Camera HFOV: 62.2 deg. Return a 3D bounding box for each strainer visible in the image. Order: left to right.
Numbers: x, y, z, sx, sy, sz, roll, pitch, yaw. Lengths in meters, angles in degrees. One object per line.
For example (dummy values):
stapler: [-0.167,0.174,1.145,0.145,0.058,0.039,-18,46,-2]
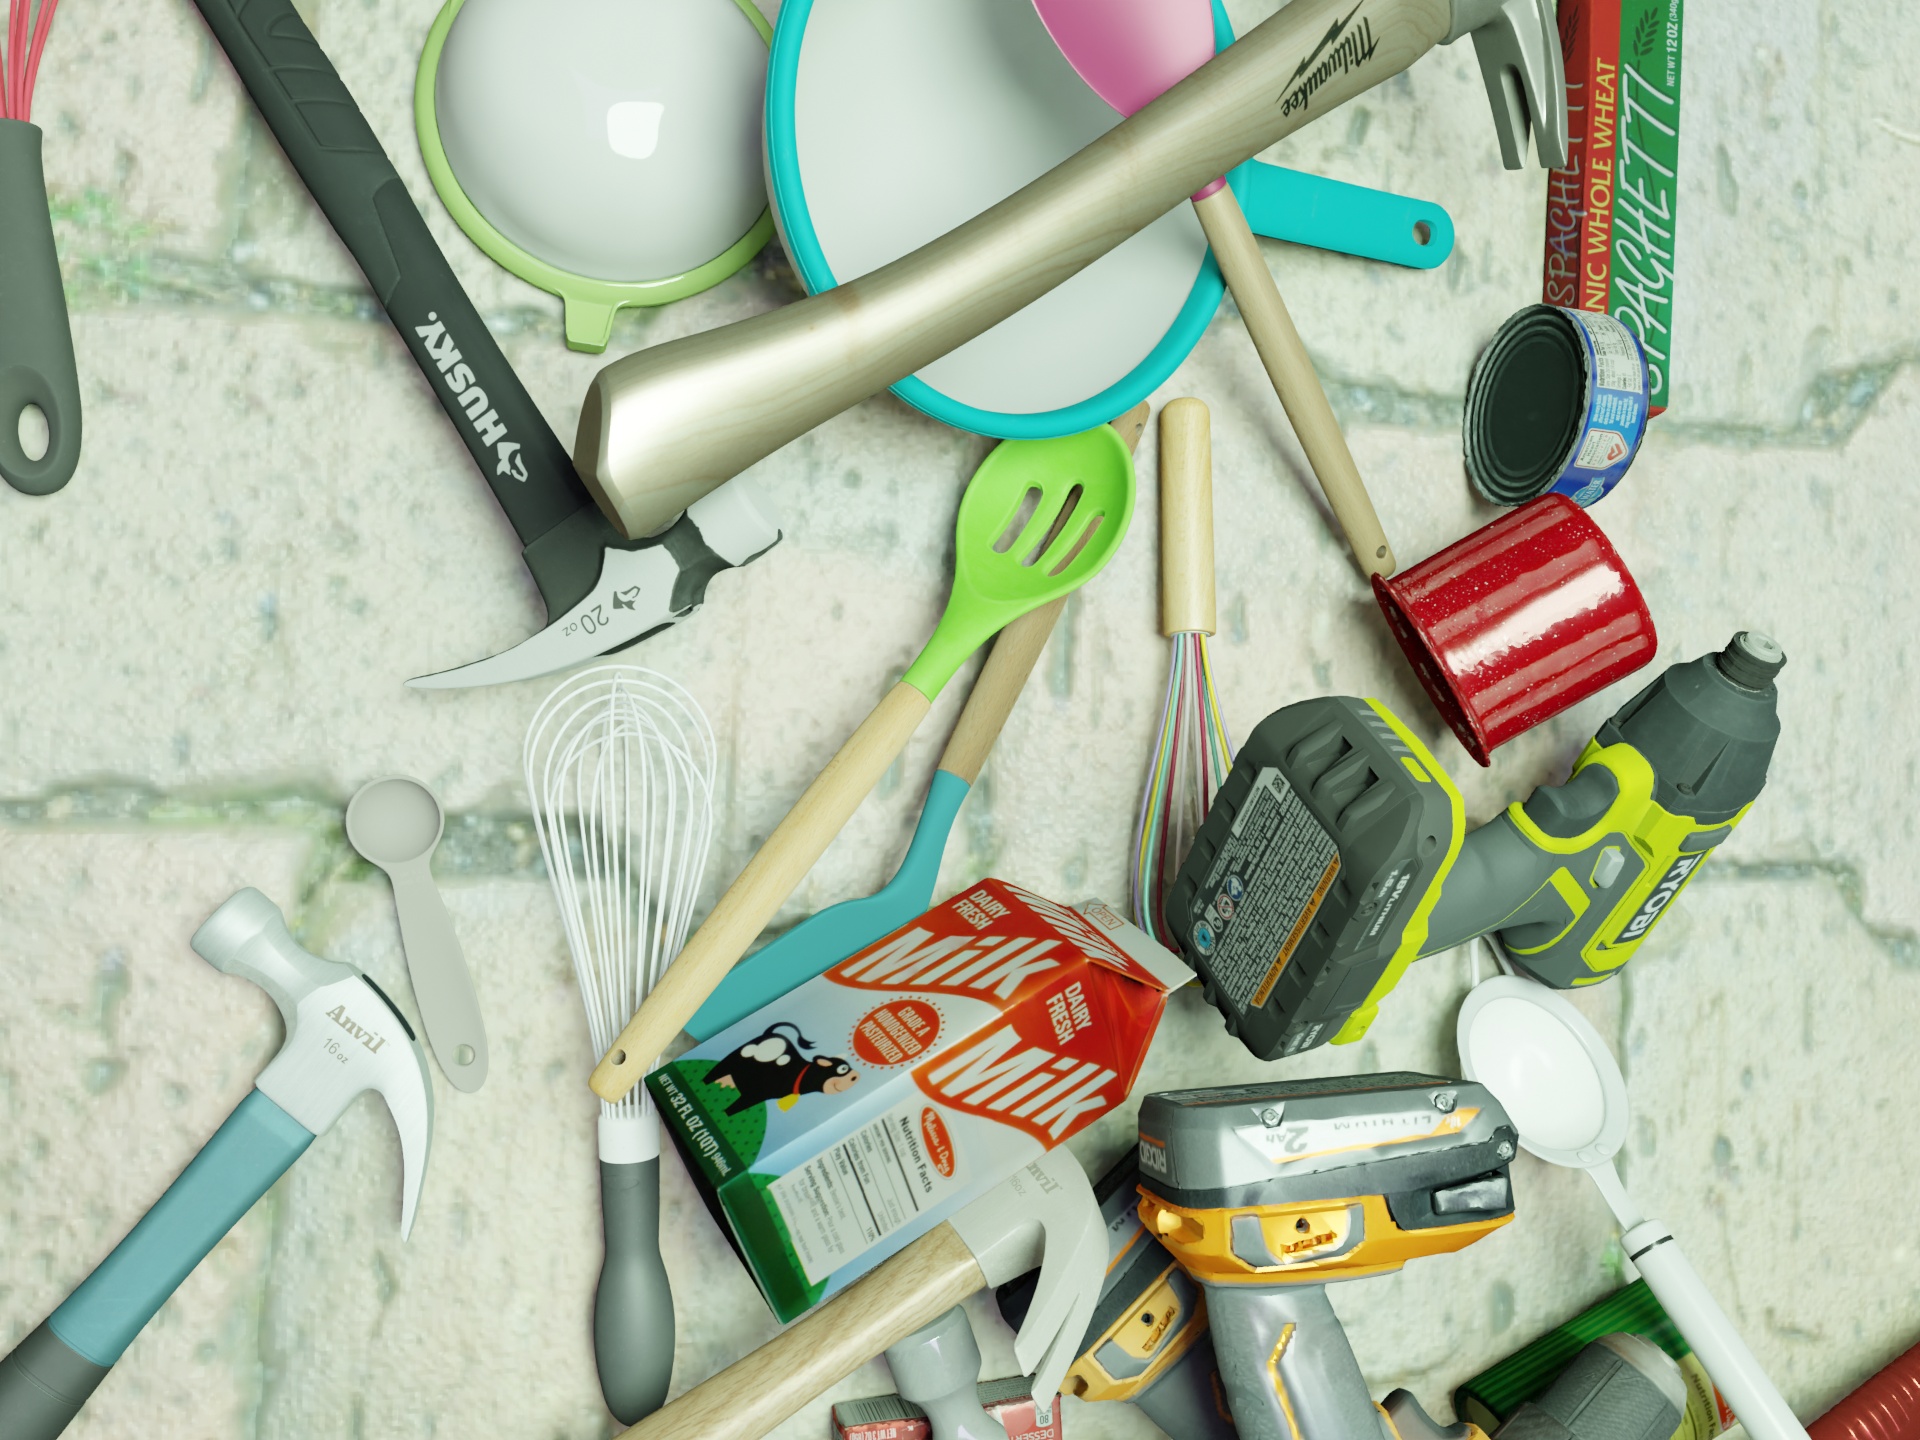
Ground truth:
strainer: [-0.164,-0.278,0.594,0.151,0.069,0.256,-43,98,-12]
strainer: [0.057,-0.217,0.644,0.340,0.095,0.211,-2,100,-35]
strainer: [0.269,0.203,0.642,0.087,0.050,0.259,-6,52,-31]

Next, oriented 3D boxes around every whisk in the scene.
whisk: [-0.338,-0.227,0.558,0.073,0.073,0.296,-5,95,-14]
whisk: [-0.125,0.122,0.590,0.070,0.070,0.284,-1,92,-14]
whisk: [0.091,-0.014,0.659,0.051,0.047,0.245,4,81,-26]

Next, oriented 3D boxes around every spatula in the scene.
spatula: [-0.001,-0.002,0.633,0.082,0.044,0.317,46,65,-46]

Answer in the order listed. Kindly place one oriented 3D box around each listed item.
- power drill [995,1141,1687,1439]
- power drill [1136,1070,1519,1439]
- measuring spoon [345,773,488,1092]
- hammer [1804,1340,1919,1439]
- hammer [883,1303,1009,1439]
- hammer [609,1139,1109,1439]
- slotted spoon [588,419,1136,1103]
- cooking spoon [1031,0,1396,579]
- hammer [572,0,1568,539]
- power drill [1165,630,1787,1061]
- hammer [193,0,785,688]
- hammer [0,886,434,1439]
power drill: [0.148,0.249,0.607,0.185,0.084,0.226,-42,80,-12]
power drill: [0.143,0.237,0.532,0.164,0.084,0.226,-3,81,-8]
measuring spoon: [-0.199,0.080,0.596,0.034,0.018,0.124,-15,97,-14]
hammer: [0.440,0.301,0.707,0.359,0.037,0.149,-23,92,-21]
hammer: [-0.165,0.348,0.556,0.405,0.035,0.144,-19,90,-9]
hammer: [-0.093,0.247,0.542,0.331,0.130,0.031,-30,116,-15]
slotted spoon: [-0.034,0.009,0.591,0.070,0.031,0.314,29,72,25]
cooking spoon: [0.106,-0.181,0.614,0.069,0.017,0.318,-40,118,-13]
hammer: [0.053,-0.175,0.557,0.410,0.038,0.146,-35,118,-15]
power drill: [0.203,0.043,0.601,0.223,0.171,0.080,-7,45,-28]
hammer: [-0.208,-0.166,0.578,0.146,0.035,0.335,-32,88,13]
hammer: [-0.314,0.224,0.547,0.128,0.033,0.331,42,79,-7]
